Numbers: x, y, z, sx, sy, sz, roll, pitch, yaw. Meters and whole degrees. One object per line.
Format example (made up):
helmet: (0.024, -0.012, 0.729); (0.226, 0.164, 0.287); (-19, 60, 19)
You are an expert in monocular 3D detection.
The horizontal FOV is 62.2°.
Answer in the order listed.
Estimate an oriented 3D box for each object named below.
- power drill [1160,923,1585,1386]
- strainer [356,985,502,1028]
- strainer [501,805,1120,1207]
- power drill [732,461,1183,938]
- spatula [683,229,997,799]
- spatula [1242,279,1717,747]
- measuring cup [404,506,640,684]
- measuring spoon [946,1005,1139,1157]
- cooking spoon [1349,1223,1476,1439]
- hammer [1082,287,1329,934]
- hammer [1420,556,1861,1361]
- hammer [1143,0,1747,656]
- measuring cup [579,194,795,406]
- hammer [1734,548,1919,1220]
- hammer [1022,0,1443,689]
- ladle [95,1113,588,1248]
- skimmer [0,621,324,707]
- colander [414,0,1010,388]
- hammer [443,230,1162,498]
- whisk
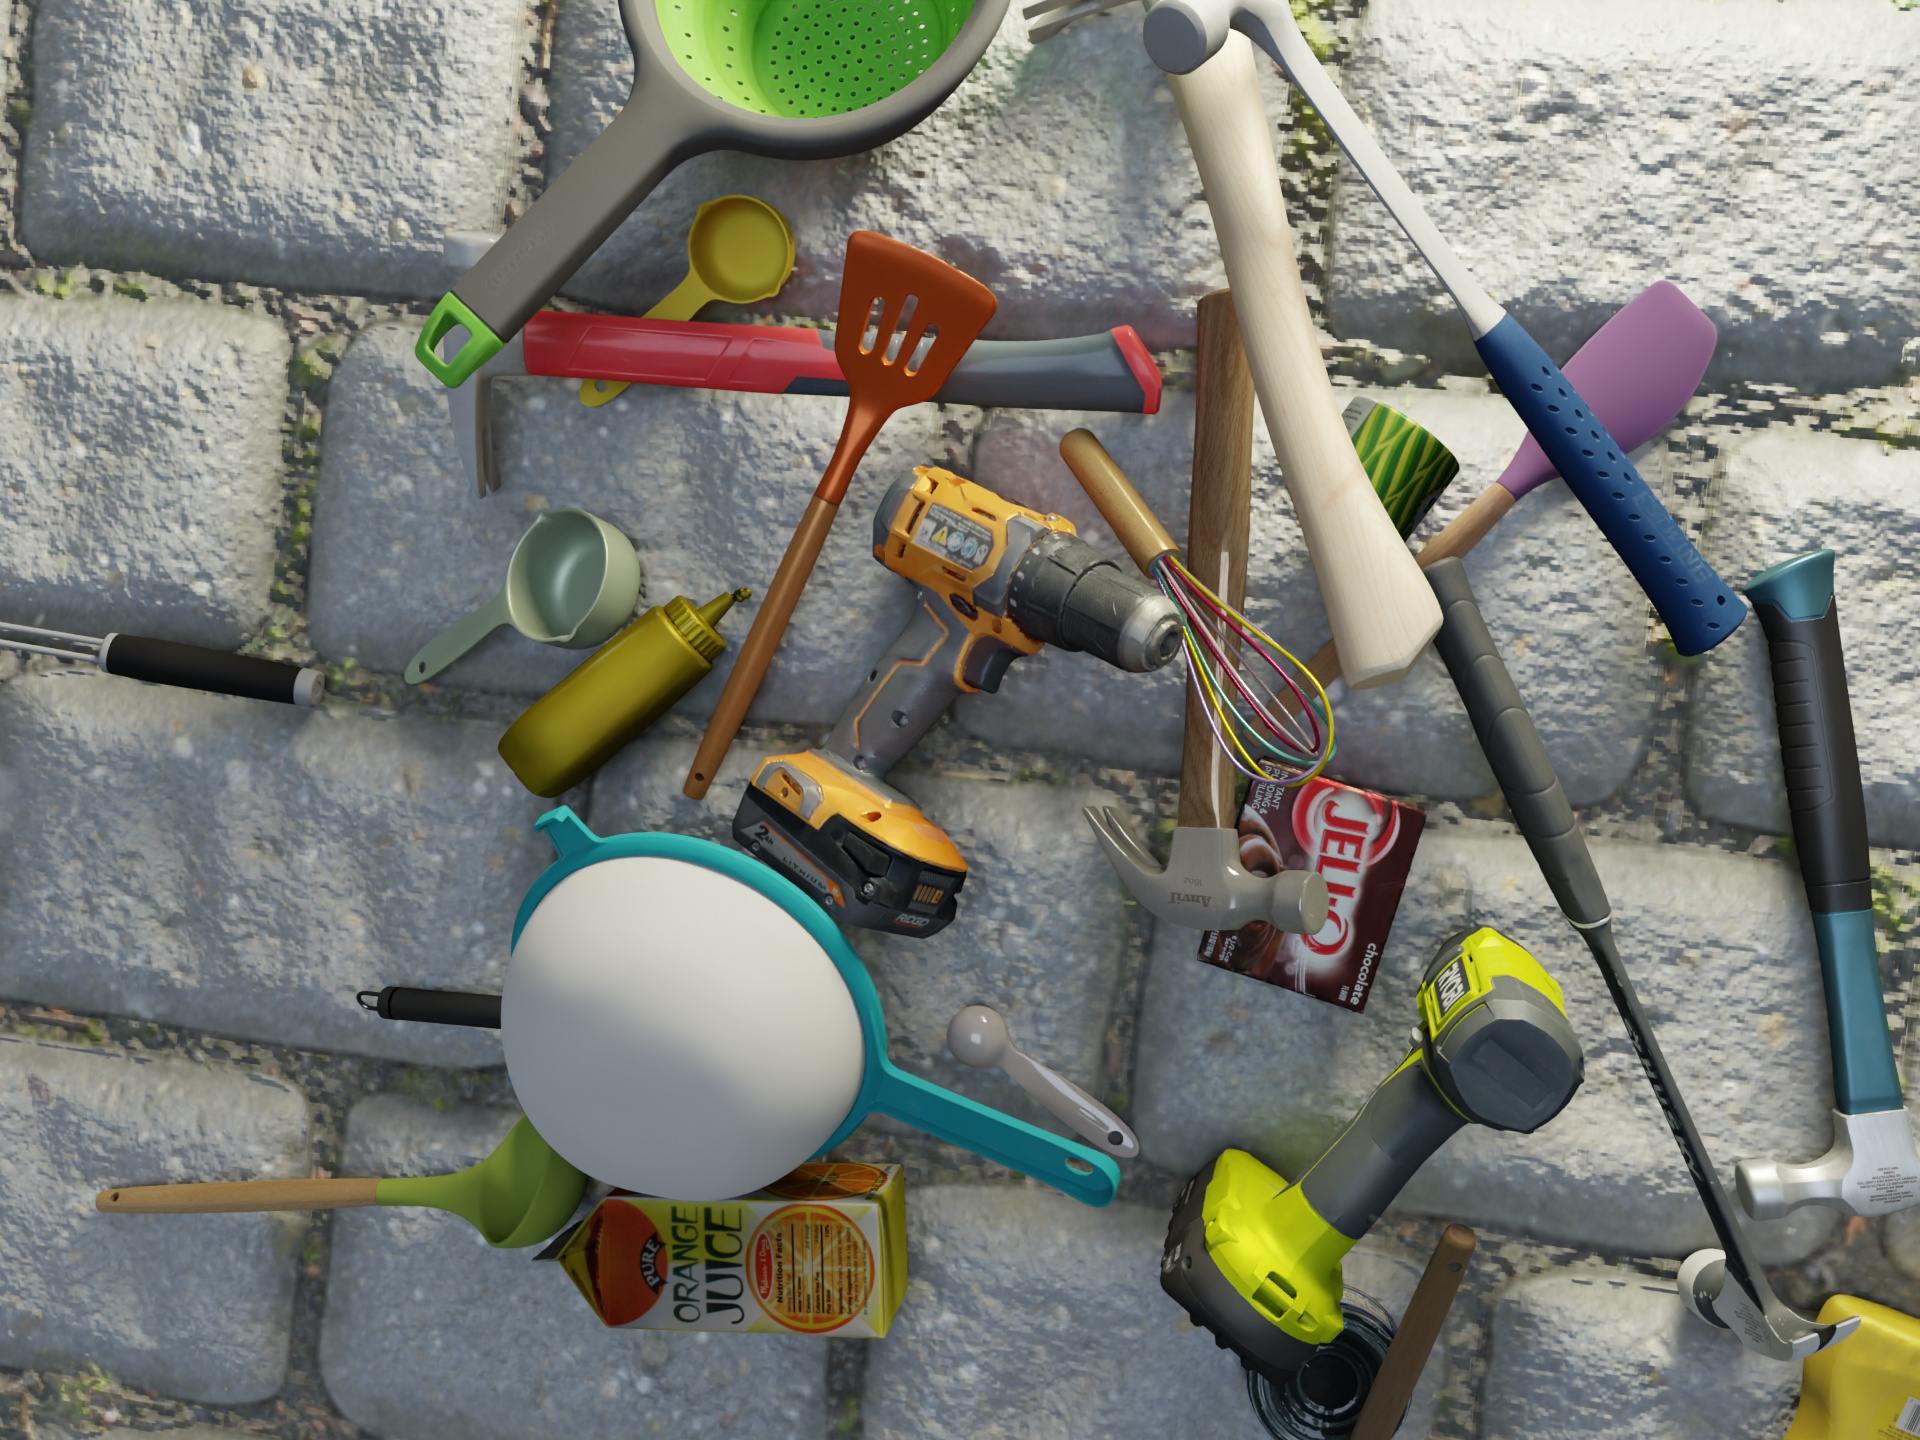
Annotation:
power drill: (0.202, 0.199, 0.775); (0.080, 0.171, 0.223); (40, 105, 4)
strainer: (-0.225, 0.164, 0.893); (0.258, 0.050, 0.086); (2, 131, 14)
strainer: (-0.091, 0.190, 0.784); (0.340, 0.095, 0.210); (20, 120, 9)
power drill: (-0.001, -0.003, 0.809); (0.185, 0.084, 0.226); (30, 95, 36)
spatula: (-0.082, -0.094, 0.841); (0.081, 0.041, 0.322); (26, 106, -3)
spatula: (0.266, -0.098, 0.826); (0.316, 0.018, 0.060); (-44, 91, 6)
measuring cup: (-0.247, -0.057, 0.898); (0.167, 0.038, 0.083); (-28, 66, 26)
measuring spoon: (0.045, 0.200, 0.864); (0.124, 0.018, 0.034); (35, 95, 6)
cooking spoon: (0.197, 0.356, 0.775); (0.069, 0.017, 0.318); (13, 122, 6)
hammer: (0.130, -0.059, 0.822); (0.130, 0.031, 0.331); (-1, 83, 39)
hammer: (0.312, 0.111, 0.772); (0.036, 0.149, 0.409); (-22, 83, 2)
hammer: (0.254, -0.204, 0.772); (0.405, 0.035, 0.144); (51, 58, -8)
measuring cup: (-0.155, -0.230, 0.887); (0.156, 0.029, 0.062); (-38, 100, 20)
hammer: (0.437, 0.081, 0.796); (0.128, 0.033, 0.331); (-8, 90, 9)
hammer: (0.143, -0.210, 0.789); (0.146, 0.038, 0.411); (-15, 75, 10)
ladle: (-0.361, 0.266, 0.908); (0.320, 0.062, 0.078); (-5, 52, 12)
skimmer: (-0.551, -0.050, 0.945); (0.363, 0.090, 0.127); (10, 89, -2)
colander: (-0.123, -0.313, 0.825); (0.204, 0.094, 0.397); (43, 89, 11)
hammer: (-0.086, -0.178, 0.860); (0.386, 0.038, 0.143); (5, 112, 4)
whisk: (0.114, -0.065, 0.789); (0.051, 0.047, 0.245); (-16, 54, -20)
